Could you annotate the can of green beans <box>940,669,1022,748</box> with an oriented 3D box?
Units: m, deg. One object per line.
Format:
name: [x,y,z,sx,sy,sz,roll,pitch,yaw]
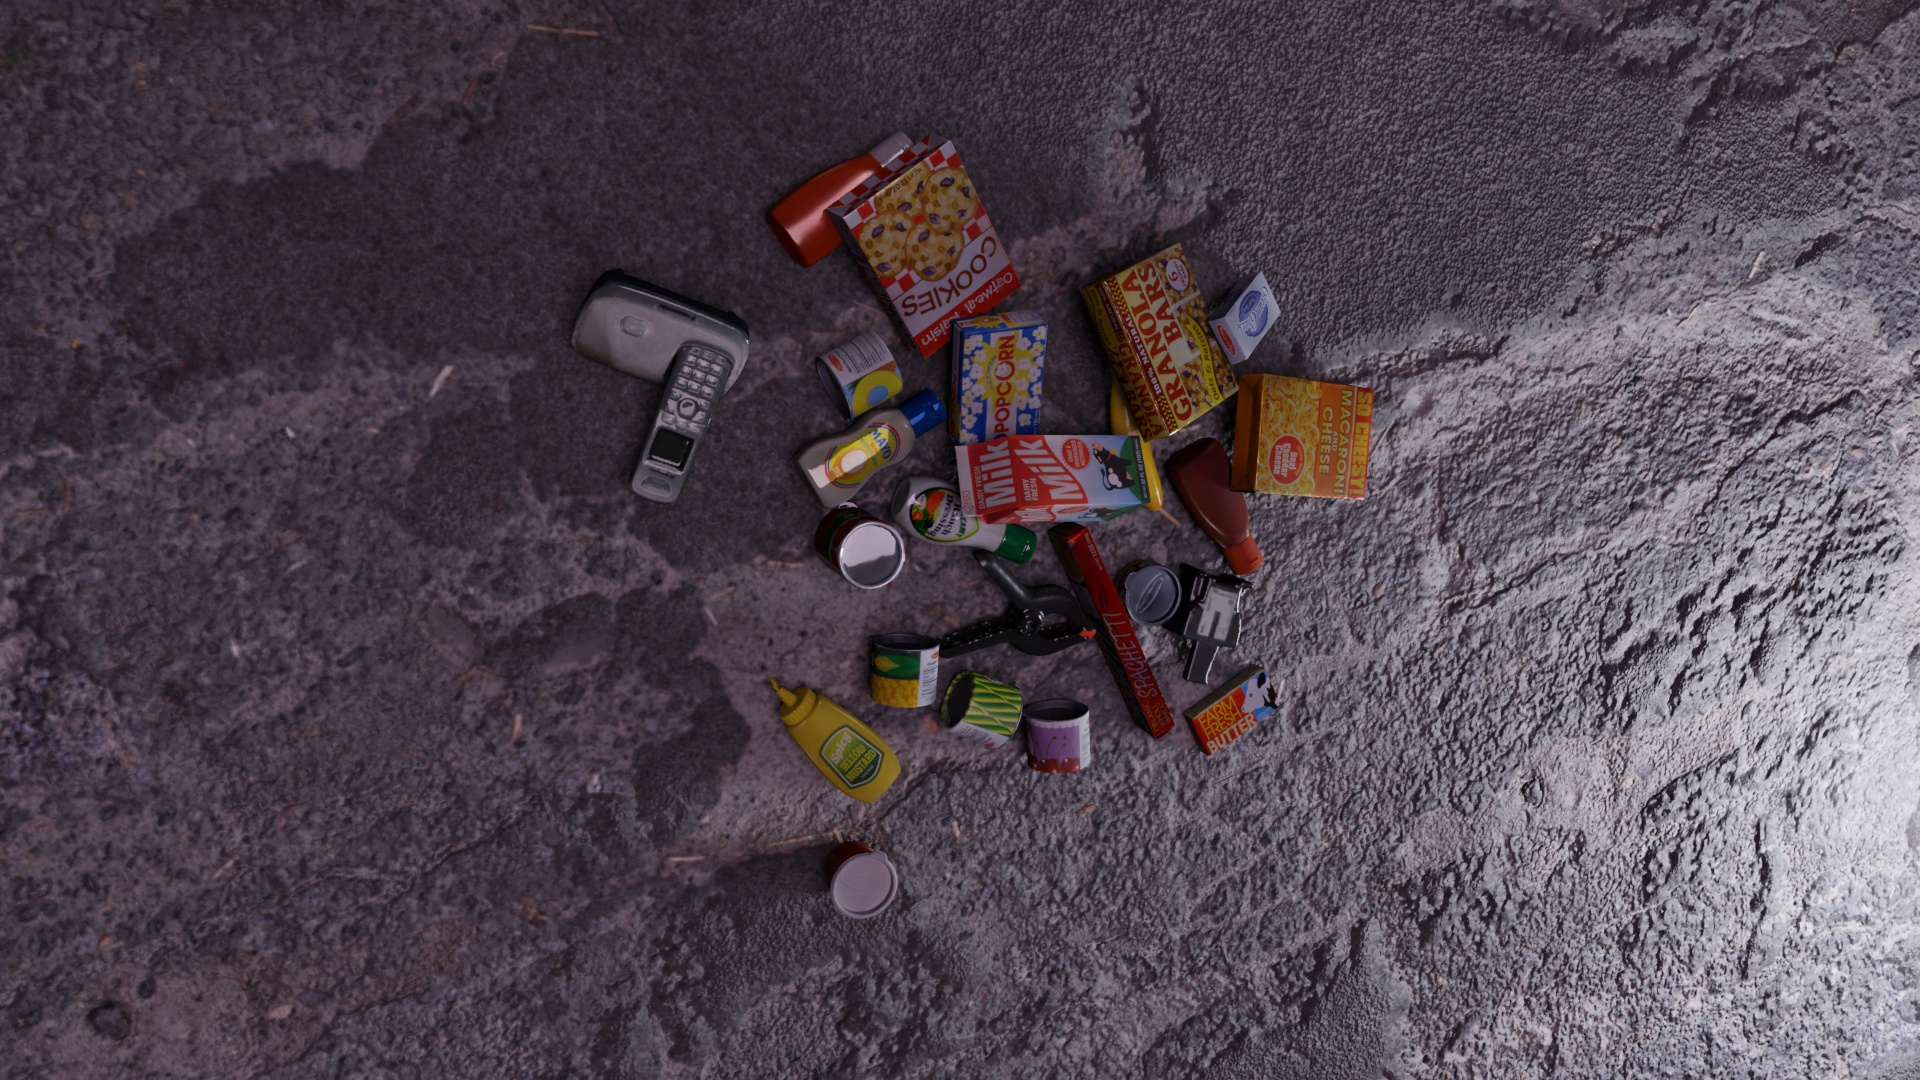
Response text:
can of green beans: [0.020,0.169,1.393,0.058,0.071,0.071,23,91,-22]

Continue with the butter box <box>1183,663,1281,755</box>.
butter box: [0.298,0.186,1.524,0.104,0.024,0.053,-33,108,-13]

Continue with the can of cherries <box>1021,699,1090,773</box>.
can of cherries: [0.097,0.201,1.430,0.071,0.071,0.058,-8,103,-19]

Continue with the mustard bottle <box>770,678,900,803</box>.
mustard bottle: [-0.129,0.188,1.349,0.065,0.049,0.160,-48,112,-8]

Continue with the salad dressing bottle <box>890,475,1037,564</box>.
salad dressing bottle: [0.005,-0.017,1.367,0.147,0.044,0.064,21,94,-23]

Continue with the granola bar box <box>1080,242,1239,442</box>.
granola bar box: [0.200,-0.198,1.379,0.125,0.039,0.165,-33,103,-36]

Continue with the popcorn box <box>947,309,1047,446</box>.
popcorn box: [0.034,-0.154,1.334,0.085,0.038,0.126,-11,125,-20]

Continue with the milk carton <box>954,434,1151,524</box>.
milk carton: [0.083,-0.059,1.350,0.191,0.073,0.072,-1,77,-28]

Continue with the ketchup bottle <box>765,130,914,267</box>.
ketchup bottle: [-0.104,-0.318,1.273,0.149,0.043,0.064,-40,112,-10]

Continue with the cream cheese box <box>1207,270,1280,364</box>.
cream cheese box: [0.291,-0.229,1.423,0.053,0.024,0.104,58,46,-20]

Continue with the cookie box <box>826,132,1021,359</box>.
cookie box: [-0.030,-0.270,1.287,0.123,0.040,0.166,-39,128,-10]

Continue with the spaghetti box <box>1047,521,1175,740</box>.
spaghetti box: [0.158,0.094,1.441,0.029,0.050,0.249,-30,109,-12]

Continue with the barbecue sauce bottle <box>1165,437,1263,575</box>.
barbecue sauce bottle: [0.274,-0.032,1.467,0.065,0.043,0.148,-36,110,-16]

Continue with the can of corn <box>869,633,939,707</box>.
can of corn: [-0.057,0.126,1.358,0.071,0.071,0.058,0,100,-21]

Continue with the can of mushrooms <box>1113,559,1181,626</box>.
can of mushrooms: [0.194,0.053,1.457,0.071,0.033,0.071,-4,101,-20]

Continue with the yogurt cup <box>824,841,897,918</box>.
yogurt cup: [-0.103,0.334,1.382,0.072,0.054,0.072,-4,101,-20]

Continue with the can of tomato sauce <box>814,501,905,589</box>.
can of tomato sauce: [-0.095,0.005,1.311,0.071,0.083,0.071,-4,101,-20]

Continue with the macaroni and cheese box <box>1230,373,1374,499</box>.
macaroni and cheese box: [0.362,-0.108,1.469,0.167,0.040,0.123,2,94,-34]

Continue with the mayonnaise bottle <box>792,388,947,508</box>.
mayonnaise bottle: [-0.083,-0.093,1.322,0.148,0.041,0.064,-34,107,-12]

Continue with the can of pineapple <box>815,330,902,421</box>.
can of pineapple: [-0.094,-0.153,1.295,0.058,0.071,0.071,-30,109,-13]
